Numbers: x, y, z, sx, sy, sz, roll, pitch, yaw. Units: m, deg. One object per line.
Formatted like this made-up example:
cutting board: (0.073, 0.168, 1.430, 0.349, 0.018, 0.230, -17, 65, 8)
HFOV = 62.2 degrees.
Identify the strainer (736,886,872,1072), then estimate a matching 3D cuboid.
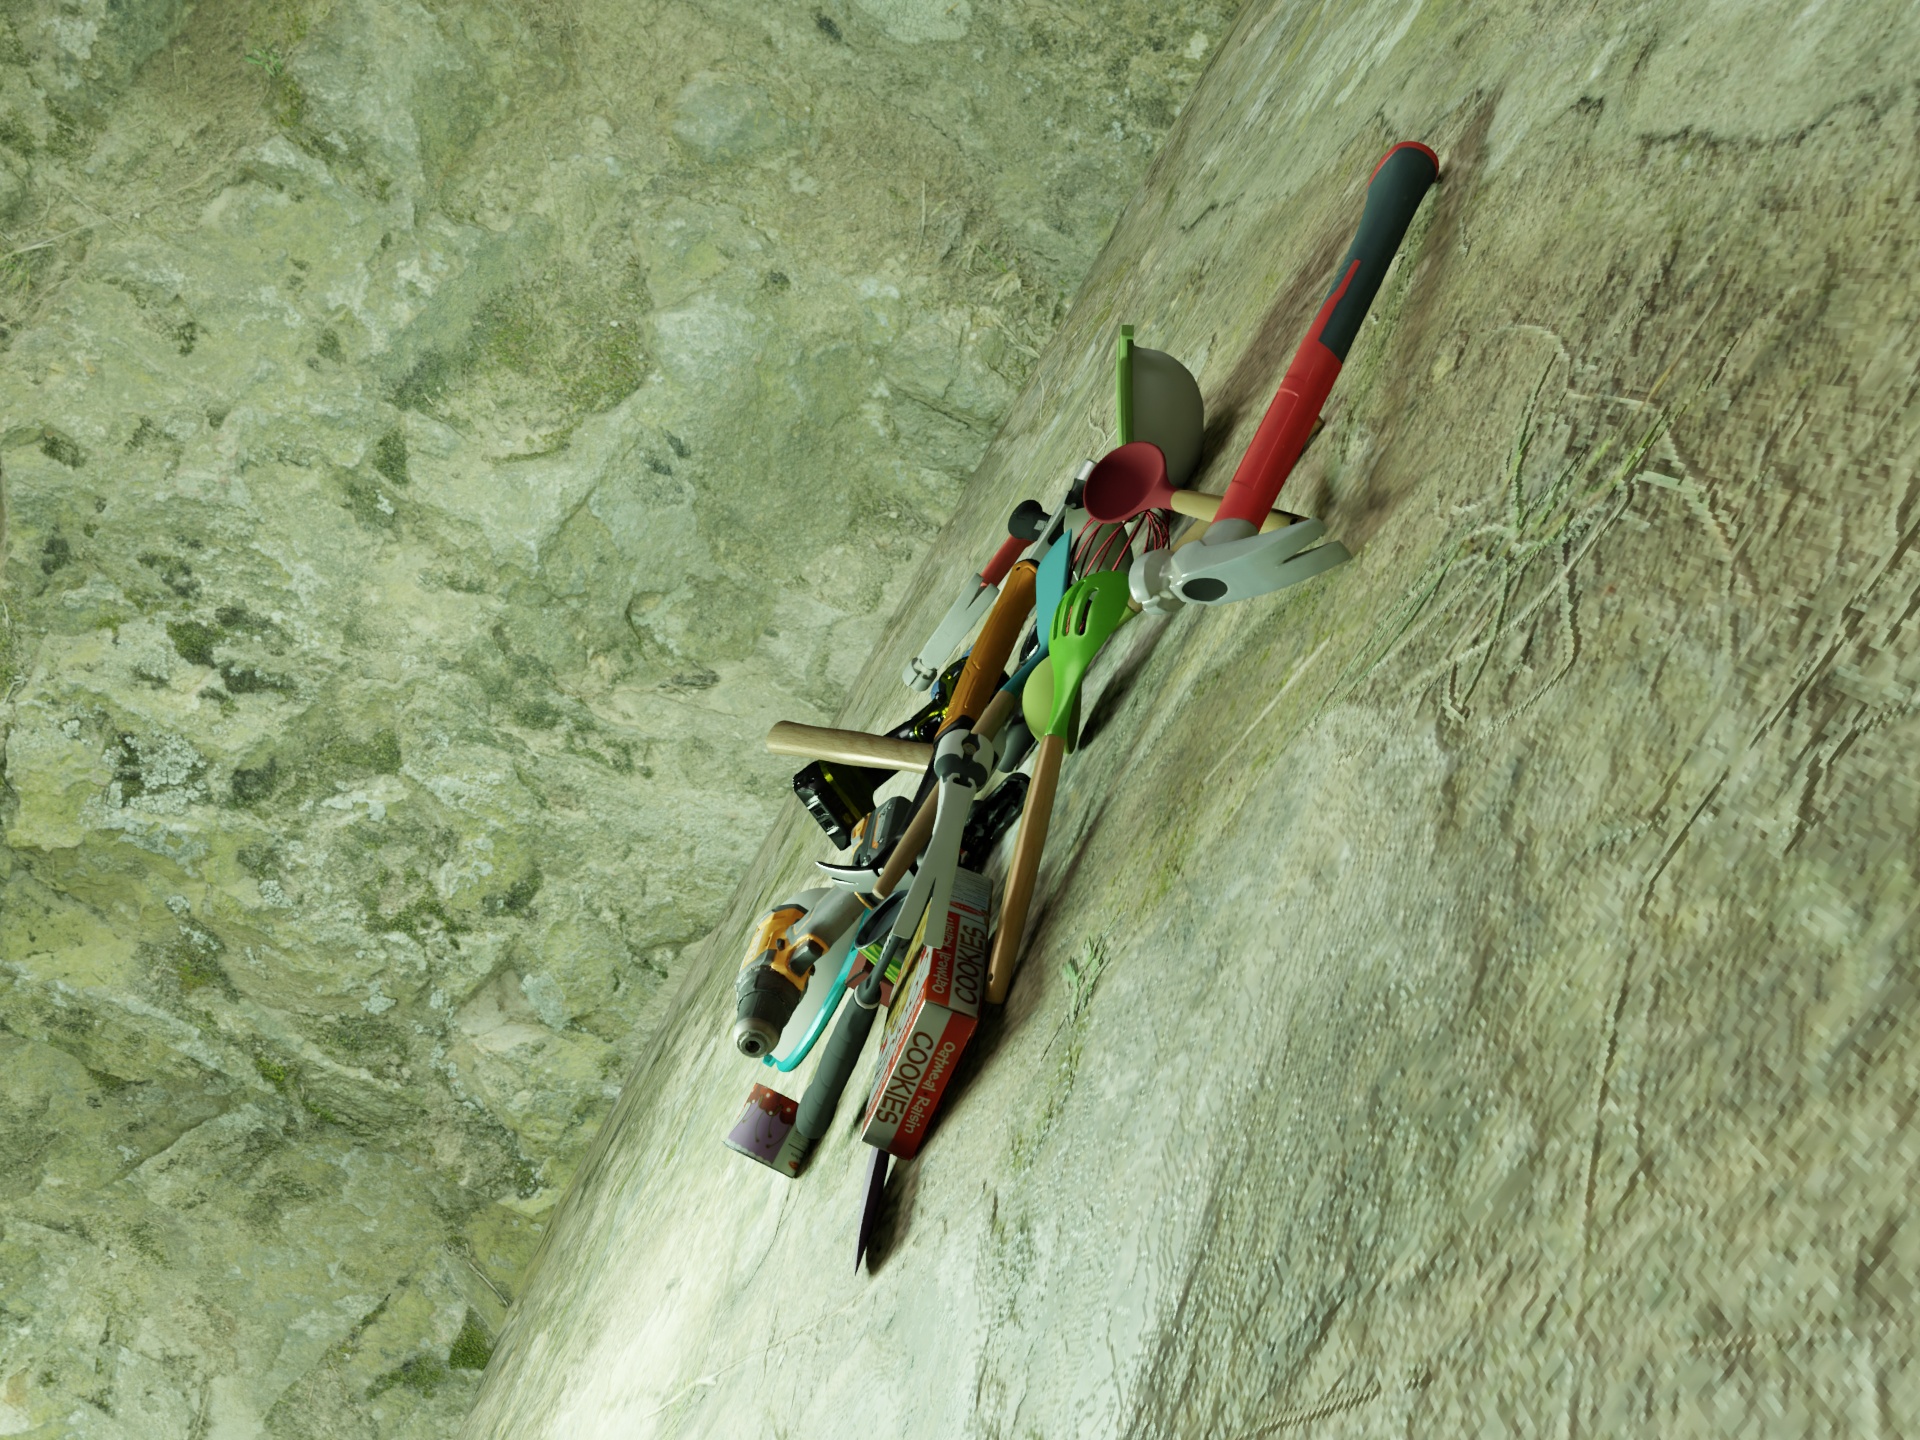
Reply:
strainer: (-0.157, 0.237, 1.607, 0.211, 0.095, 0.340, -64, 8, -20)

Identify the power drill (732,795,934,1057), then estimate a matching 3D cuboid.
power drill: (-0.116, 0.189, 1.411, 0.226, 0.084, 0.185, -42, 16, 22)

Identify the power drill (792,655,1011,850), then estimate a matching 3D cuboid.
power drill: (-0.045, 0.023, 1.513, 0.228, 0.080, 0.190, -37, 8, -2)

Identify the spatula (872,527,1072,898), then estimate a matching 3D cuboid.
spatula: (0.013, -0.004, 1.188, 0.318, 0.044, 0.082, -57, 5, -23)

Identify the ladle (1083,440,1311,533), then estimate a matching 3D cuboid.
ladle: (0.155, -0.143, 1.044, 0.069, 0.031, 0.316, -55, 21, 2)

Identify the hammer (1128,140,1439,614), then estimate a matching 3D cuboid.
hammer: (0.230, -0.225, 0.961, 0.143, 0.038, 0.386, -12, 42, 53)

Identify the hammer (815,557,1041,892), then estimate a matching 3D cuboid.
hammer: (-0.002, -0.004, 1.281, 0.127, 0.034, 0.337, -11, 41, 41)

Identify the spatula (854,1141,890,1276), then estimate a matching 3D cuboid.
spatula: (-0.046, 0.263, 1.118, 0.316, 0.018, 0.059, -75, -7, -62)

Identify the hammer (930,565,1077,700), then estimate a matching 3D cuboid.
hammer: (0.052, -0.108, 1.687, 0.405, 0.035, 0.144, -48, 16, 57)

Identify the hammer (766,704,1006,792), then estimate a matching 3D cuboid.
hammer: (-0.076, 0.025, 1.403, 0.331, 0.031, 0.130, 7, 53, 54)

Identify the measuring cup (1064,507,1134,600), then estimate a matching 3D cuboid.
measuring cup: (0.131, -0.150, 1.337, 0.038, 0.083, 0.167, -14, 9, 24)

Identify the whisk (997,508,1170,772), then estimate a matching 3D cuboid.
whisk: (0.088, -0.062, 1.269, 0.073, 0.073, 0.295, -72, 7, -51)

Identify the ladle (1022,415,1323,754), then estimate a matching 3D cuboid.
ladle: (0.146, -0.090, 1.103, 0.320, 0.062, 0.078, -47, 13, 34)

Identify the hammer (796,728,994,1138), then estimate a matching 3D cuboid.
hammer: (-0.060, 0.187, 1.107, 0.408, 0.036, 0.149, 113, 174, -46)

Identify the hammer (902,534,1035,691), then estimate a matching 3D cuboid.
hammer: (0.037, -0.161, 1.725, 0.149, 0.036, 0.359, -52, 2, 32)

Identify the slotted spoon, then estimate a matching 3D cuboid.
slotted spoon: (0.058, 0.036, 1.064, 0.070, 0.031, 0.314, -9, 60, 52)

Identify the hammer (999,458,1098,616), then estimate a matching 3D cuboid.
hammer: (0.076, -0.184, 1.554, 0.146, 0.035, 0.335, -59, 8, 5)

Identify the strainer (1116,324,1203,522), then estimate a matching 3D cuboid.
strainer: (0.172, -0.242, 1.344, 0.256, 0.069, 0.151, -27, -65, -79)
